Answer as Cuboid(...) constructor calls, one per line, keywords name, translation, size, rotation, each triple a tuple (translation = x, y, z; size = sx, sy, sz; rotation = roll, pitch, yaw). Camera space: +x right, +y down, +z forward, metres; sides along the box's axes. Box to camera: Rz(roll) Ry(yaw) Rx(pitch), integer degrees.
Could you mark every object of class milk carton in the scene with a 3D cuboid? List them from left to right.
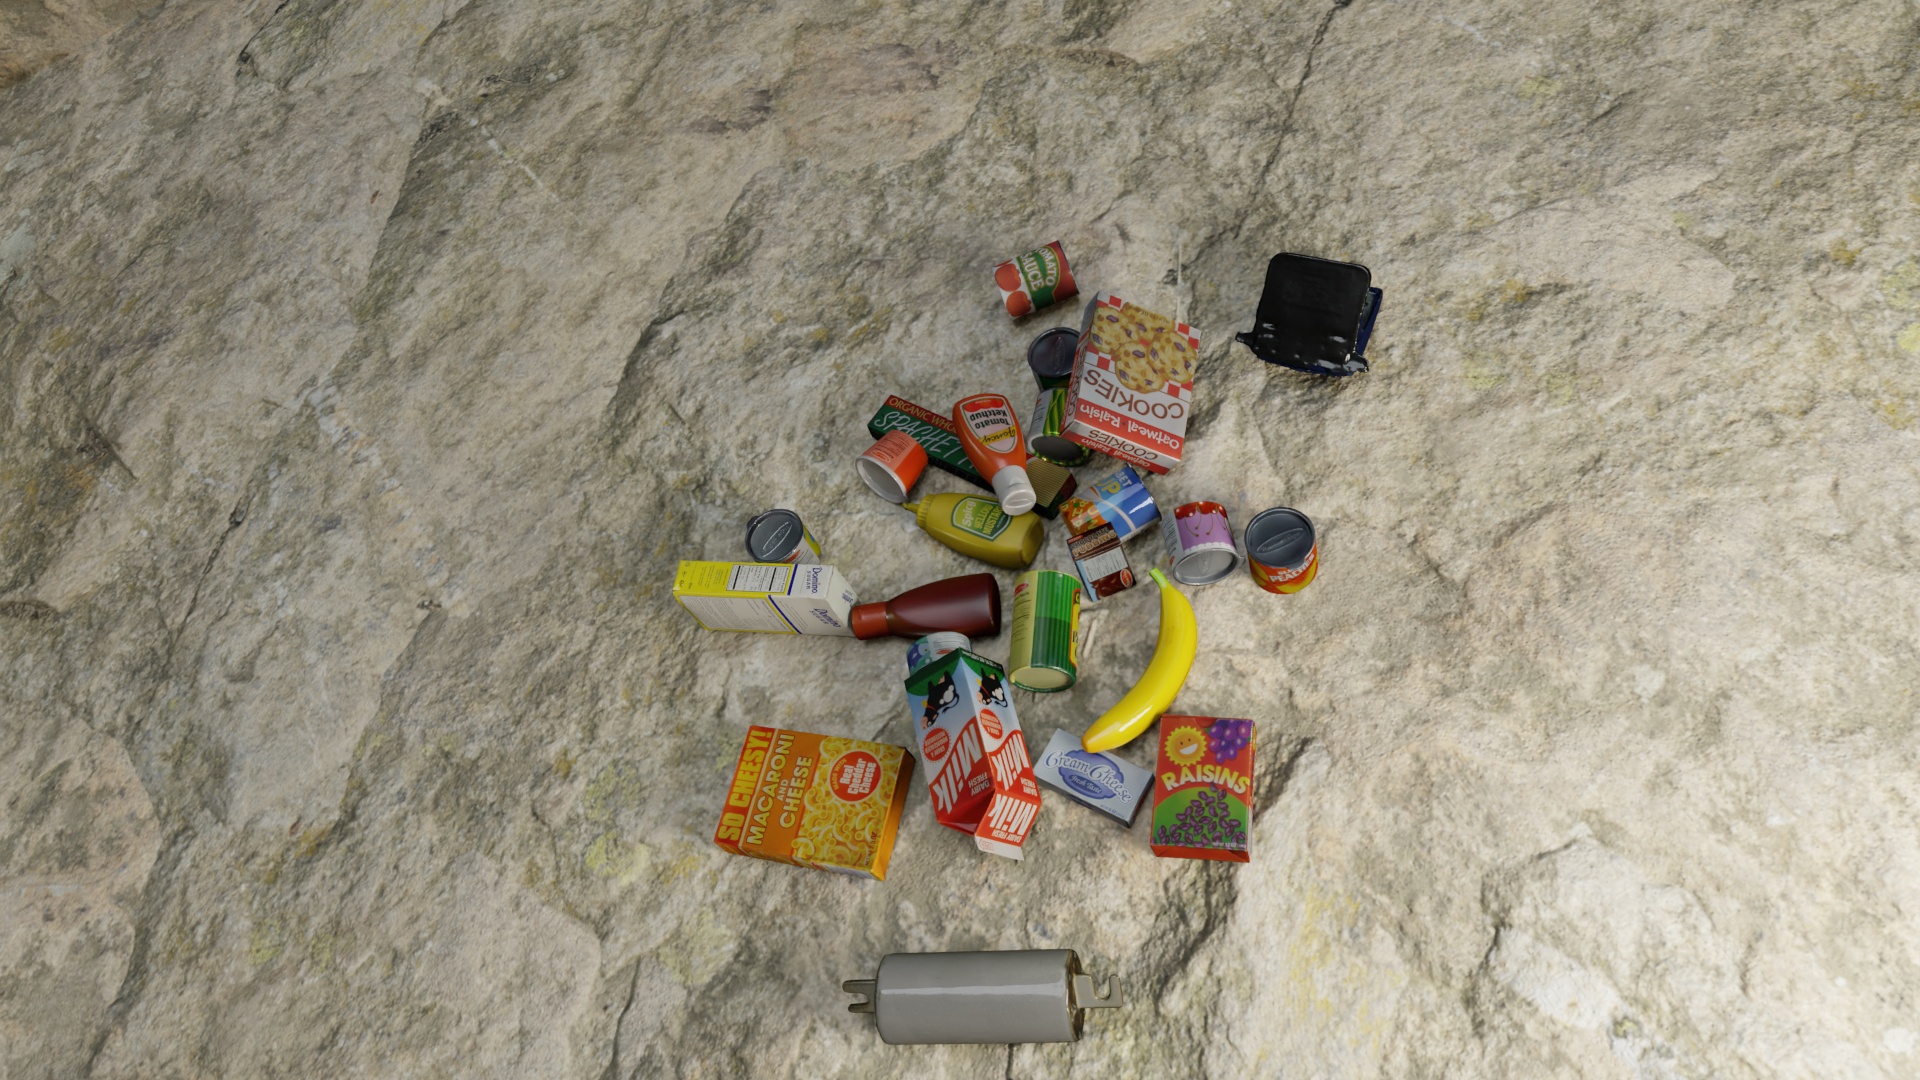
Cuboid(name="milk carton", translation=(0.015, 0.203, 1.283), size=(0.073, 0.072, 0.191), rotation=(-34, 53, 25))

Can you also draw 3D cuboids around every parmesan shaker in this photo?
Cuboid(name="parmesan shaker", translation=(0.081, 0.090, 1.349), size=(0.071, 0.071, 0.103), rotation=(-3, 60, 16))

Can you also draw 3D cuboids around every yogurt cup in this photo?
Cuboid(name="yogurt cup", translation=(-0.072, -0.083, 1.500), size=(0.072, 0.072, 0.054), rotation=(26, 63, 29))

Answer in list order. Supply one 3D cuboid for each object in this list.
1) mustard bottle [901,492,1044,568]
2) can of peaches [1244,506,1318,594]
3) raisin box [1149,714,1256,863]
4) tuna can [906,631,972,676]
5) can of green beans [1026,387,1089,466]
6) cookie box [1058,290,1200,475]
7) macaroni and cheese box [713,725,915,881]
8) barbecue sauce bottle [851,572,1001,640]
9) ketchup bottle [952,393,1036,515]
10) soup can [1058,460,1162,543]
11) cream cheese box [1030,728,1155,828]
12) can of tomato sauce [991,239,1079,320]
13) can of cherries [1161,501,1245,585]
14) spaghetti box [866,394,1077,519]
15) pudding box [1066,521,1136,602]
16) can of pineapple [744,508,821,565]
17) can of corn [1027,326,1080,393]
Cuboid(name="mustard bottle", translation=(0.005, -0.018, 1.444), size=(0.160, 0.048, 0.065), rotation=(15, 61, 25))
Cuboid(name="can of peaches", translation=(0.308, 0.012, 1.325), size=(0.071, 0.058, 0.071), rotation=(-8, 59, 13))
Cuboid(name="raisin box", translation=(0.218, 0.220, 1.240), size=(0.086, 0.040, 0.124), rotation=(0, 60, 19))
Cuboid(name="tuna can", translation=(-0.020, 0.121, 1.361), size=(0.071, 0.070, 0.033), rotation=(-19, 56, 6))
Cuboid(name="can of green beans", translation=(0.107, -0.119, 1.462), size=(0.071, 0.071, 0.058), rotation=(4, 63, 20))
Cuboid(name="cookie box", translation=(0.178, -0.164, 1.447), size=(0.123, 0.040, 0.168), rotation=(20, 62, -12))
Cuboid(name="macaroni and cheese box", translation=(-0.139, 0.251, 1.335), size=(0.166, 0.040, 0.124), rotation=(5, 62, 20))
Cuboid(name="barbecue sauce bottle", translation=(-0.035, 0.073, 1.406), size=(0.148, 0.043, 0.065), rotation=(-9, 58, 13))
Cuboid(name="ketchup bottle", translation=(0.039, -0.089, 1.436), size=(0.065, 0.043, 0.149), rotation=(-10, 48, -13))
Cuboid(name="soup can", translation=(0.148, -0.030, 1.394), size=(0.084, 0.071, 0.071), rotation=(-30, 56, -1))
Cuboid(name="cream cheese box", translation=(0.122, 0.218, 1.281), size=(0.104, 0.024, 0.053), rotation=(22, 68, 27))
Cuboid(name="can of tomato sauce", translation=(0.084, -0.295, 1.573), size=(0.083, 0.071, 0.071), rotation=(-22, 56, 5))
Cuboid(name="can of cherries", translation=(0.235, 0.003, 1.350), size=(0.071, 0.071, 0.058), rotation=(-15, 56, 9))
Cuboid(name="spaghetti box", translation=(0.008, -0.093, 1.501), size=(0.250, 0.028, 0.050), rotation=(26, 70, 28))
Cuboid(name="pudding box", translation=(0.138, 0.022, 1.358), size=(0.049, 0.083, 0.030), rotation=(-24, 53, 4))
Cuboid(name="can of pineapple", translation=(-0.190, 0.007, 1.486), size=(0.071, 0.057, 0.071), rotation=(-8, 58, 13))
Cuboid(name="can of corn", translation=(0.113, -0.188, 1.506), size=(0.071, 0.058, 0.071), rotation=(-8, 58, 13))
